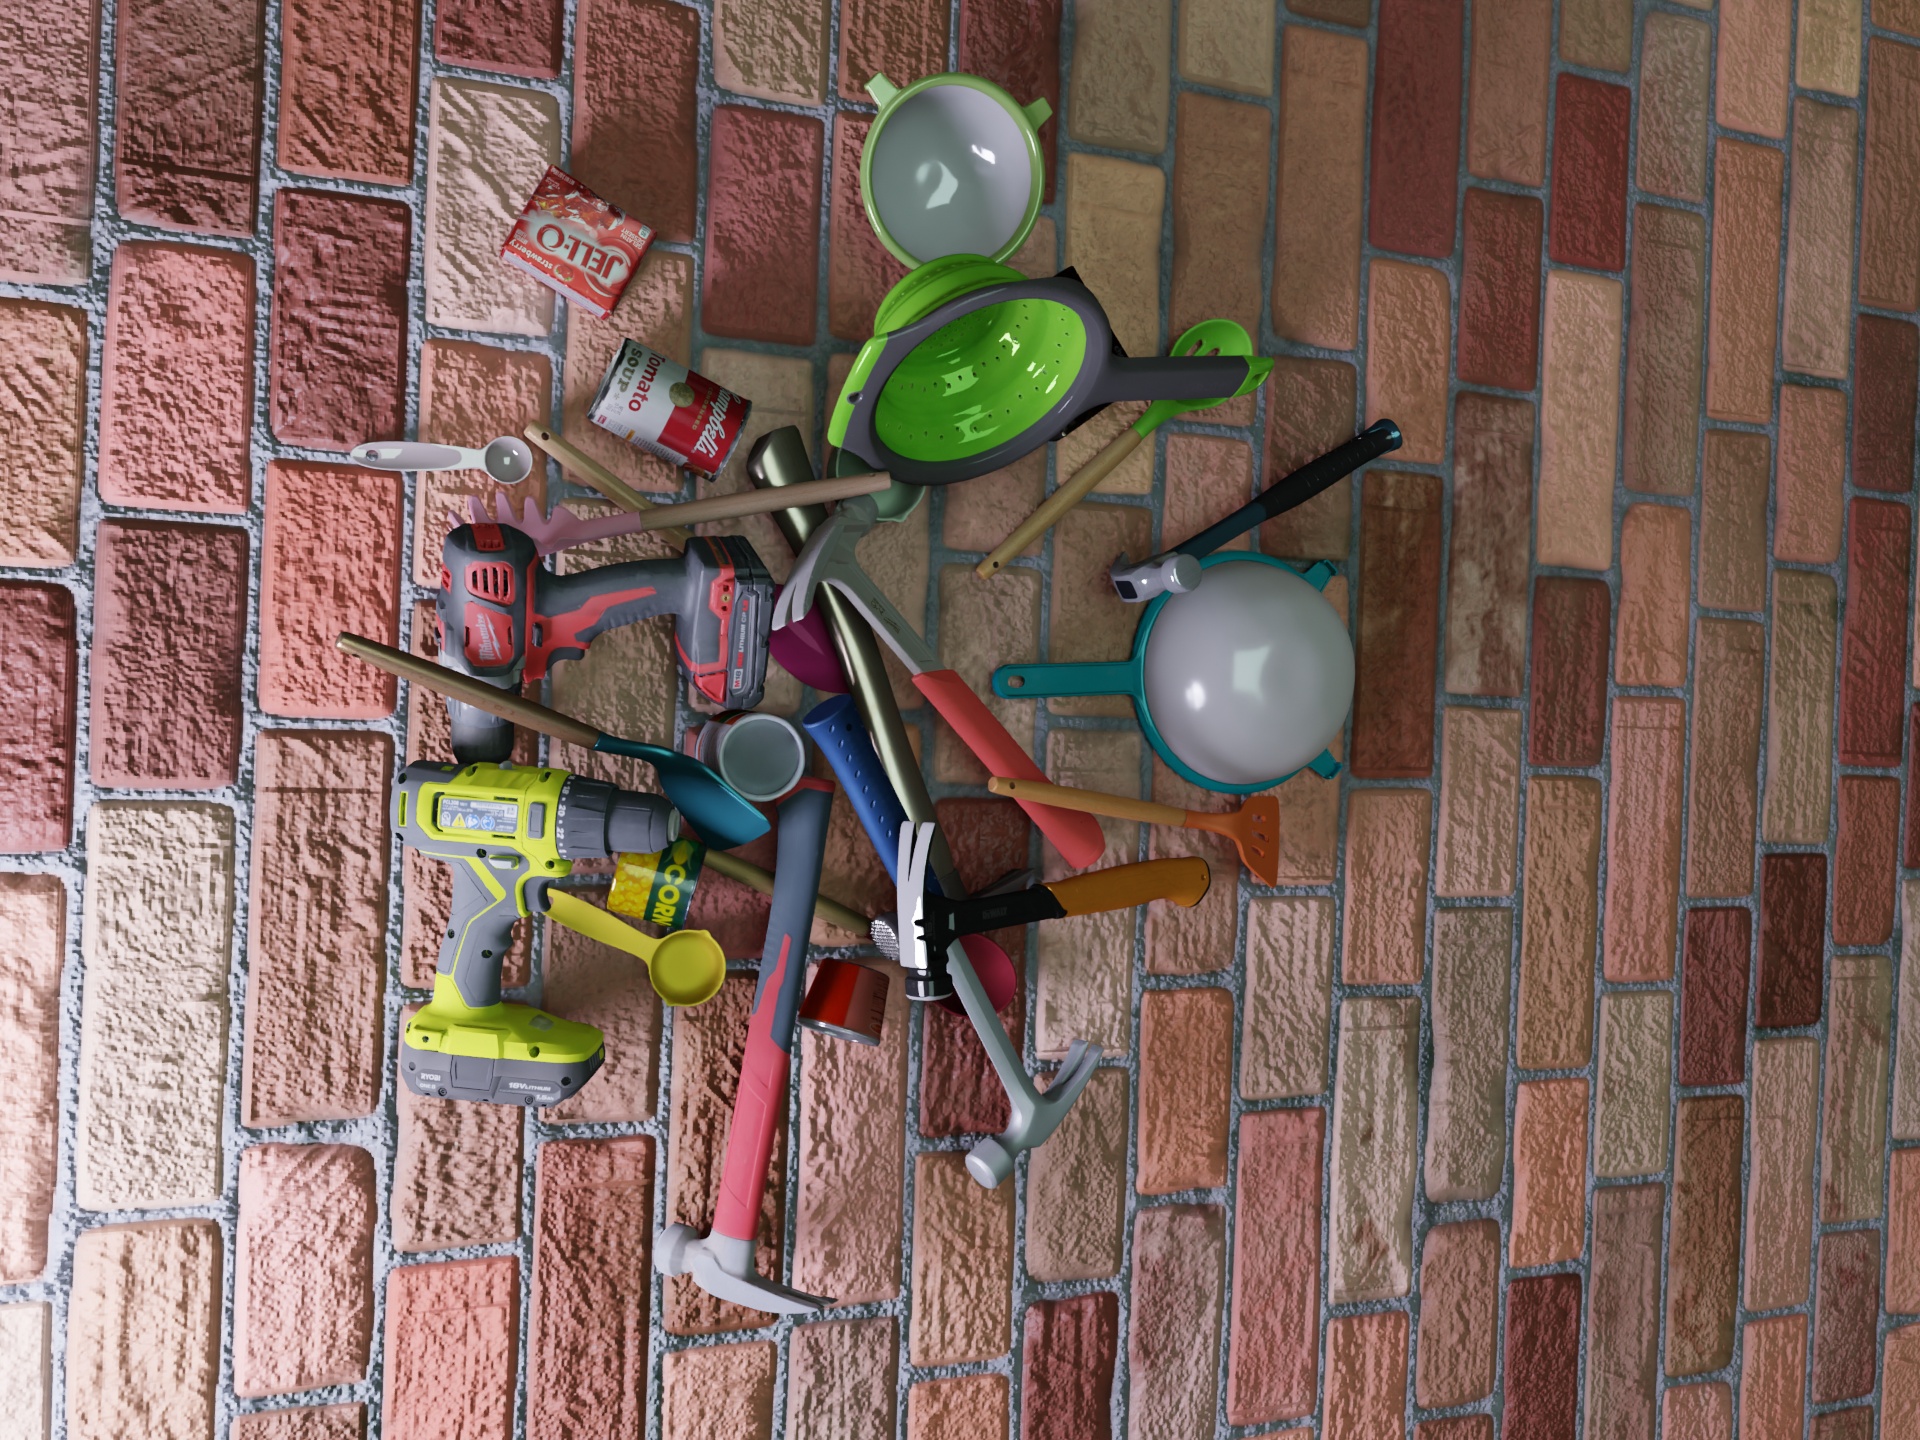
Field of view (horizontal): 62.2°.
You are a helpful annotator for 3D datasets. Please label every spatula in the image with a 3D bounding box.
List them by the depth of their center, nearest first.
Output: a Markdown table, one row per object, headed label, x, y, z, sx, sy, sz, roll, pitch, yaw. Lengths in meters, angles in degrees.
| label | x | y | z | sx | sy | sz | roll | pitch | yaw |
| --- | --- | --- | --- | --- | --- | --- | --- | --- | --- |
| spatula | -0.277 | 0.013 | 1.094 | 0.317 | 0.082 | 0.044 | 25 | 59 | -31 |
| spatula | 0.155 | 0.077 | 1.297 | 0.322 | 0.041 | 0.081 | 12 | 75 | -31 |

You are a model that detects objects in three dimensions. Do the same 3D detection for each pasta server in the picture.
| label | x | y | z | sx | sy | sz | roll | pitch | yaw |
| --- | --- | --- | --- | --- | --- | --- | --- | --- | --- |
| pasta server | -0.206 | -0.155 | 1.154 | 0.316 | 0.060 | 0.040 | -11 | 131 | -9 |

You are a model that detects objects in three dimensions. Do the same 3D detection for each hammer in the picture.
| label | x | y | z | sx | sy | sz | roll | pitch | yaw |
| --- | --- | --- | --- | --- | --- | --- | --- | --- | --- |
| hammer | -0.127 | 0.235 | 1.178 | 0.038 | 0.143 | 0.386 | 15 | 84 | -65 |
| hammer | -0.010 | 0.158 | 1.205 | 0.144 | 0.035 | 0.405 | -38 | 115 | -29 |
| hammer | -0.002 | -0.004 | 1.226 | 0.358 | 0.037 | 0.149 | 49 | 40 | -26 |
| hammer | -0.064 | -0.030 | 1.233 | 0.146 | 0.038 | 0.410 | -24 | 98 | -33 |
| hammer | 0.083 | 0.130 | 1.242 | 0.336 | 0.034 | 0.127 | -3 | 90 | -44 |
| hammer | 0.257 | -0.180 | 1.336 | 0.331 | 0.128 | 0.033 | -31 | 103 | -27 |

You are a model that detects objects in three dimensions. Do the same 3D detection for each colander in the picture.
| label | x | y | z | sx | sy | sz | roll | pitch | yaw |
| --- | --- | --- | --- | --- | --- | --- | --- | --- | --- |
| colander | 0.071 | -0.286 | 1.220 | 0.397 | 0.204 | 0.095 | -9 | 60 | -31 |

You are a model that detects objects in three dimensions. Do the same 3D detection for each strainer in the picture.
| label | x | y | z | sx | sy | sz | roll | pitch | yaw |
| --- | --- | --- | --- | --- | --- | --- | --- | --- | --- |
| strainer | -0.020 | -0.371 | 1.250 | 0.151 | 0.069 | 0.256 | -1 | 109 | -23 |
| strainer | 0.198 | -0.038 | 1.316 | 0.340 | 0.095 | 0.211 | -3 | 92 | -22 |

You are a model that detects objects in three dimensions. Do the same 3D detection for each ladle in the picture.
| label | x | y | z | sx | sy | sz | roll | pitch | yaw |
| --- | --- | --- | --- | --- | --- | --- | --- | --- | --- |
| ladle | -0.096 | 0.153 | 1.243 | 0.315 | 0.031 | 0.069 | 27 | 68 | -18 |

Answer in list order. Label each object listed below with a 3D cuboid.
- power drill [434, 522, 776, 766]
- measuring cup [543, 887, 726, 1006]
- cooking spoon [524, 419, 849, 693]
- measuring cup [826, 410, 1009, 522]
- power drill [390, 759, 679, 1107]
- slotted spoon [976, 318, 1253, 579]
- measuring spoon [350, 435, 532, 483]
| label | x | y | z | sx | sy | sz | roll | pitch | yaw |
| --- | --- | --- | --- | --- | --- | --- | --- | --- | --- |
| power drill | -0.256 | -0.048 | 1.133 | 0.226 | 0.080 | 0.187 | -3 | 121 | -24 |
| measuring cup | -0.249 | 0.162 | 1.189 | 0.156 | 0.029 | 0.062 | 28 | 81 | -8 |
| cooking spoon | -0.192 | -0.123 | 1.201 | 0.318 | 0.017 | 0.069 | 36 | 78 | -21 |
| measuring cup | -0.031 | -0.210 | 1.257 | 0.167 | 0.038 | 0.083 | -27 | 100 | -25 |
| power drill | -0.298 | 0.144 | 1.104 | 0.190 | 0.080 | 0.228 | 5 | 95 | 1 |
| slotted spoon | 0.126 | -0.223 | 1.321 | 0.314 | 0.031 | 0.070 | -43 | 112 | -13 |
| measuring spoon | -0.370 | -0.187 | 1.138 | 0.124 | 0.018 | 0.034 | 0 | 91 | -14 |
